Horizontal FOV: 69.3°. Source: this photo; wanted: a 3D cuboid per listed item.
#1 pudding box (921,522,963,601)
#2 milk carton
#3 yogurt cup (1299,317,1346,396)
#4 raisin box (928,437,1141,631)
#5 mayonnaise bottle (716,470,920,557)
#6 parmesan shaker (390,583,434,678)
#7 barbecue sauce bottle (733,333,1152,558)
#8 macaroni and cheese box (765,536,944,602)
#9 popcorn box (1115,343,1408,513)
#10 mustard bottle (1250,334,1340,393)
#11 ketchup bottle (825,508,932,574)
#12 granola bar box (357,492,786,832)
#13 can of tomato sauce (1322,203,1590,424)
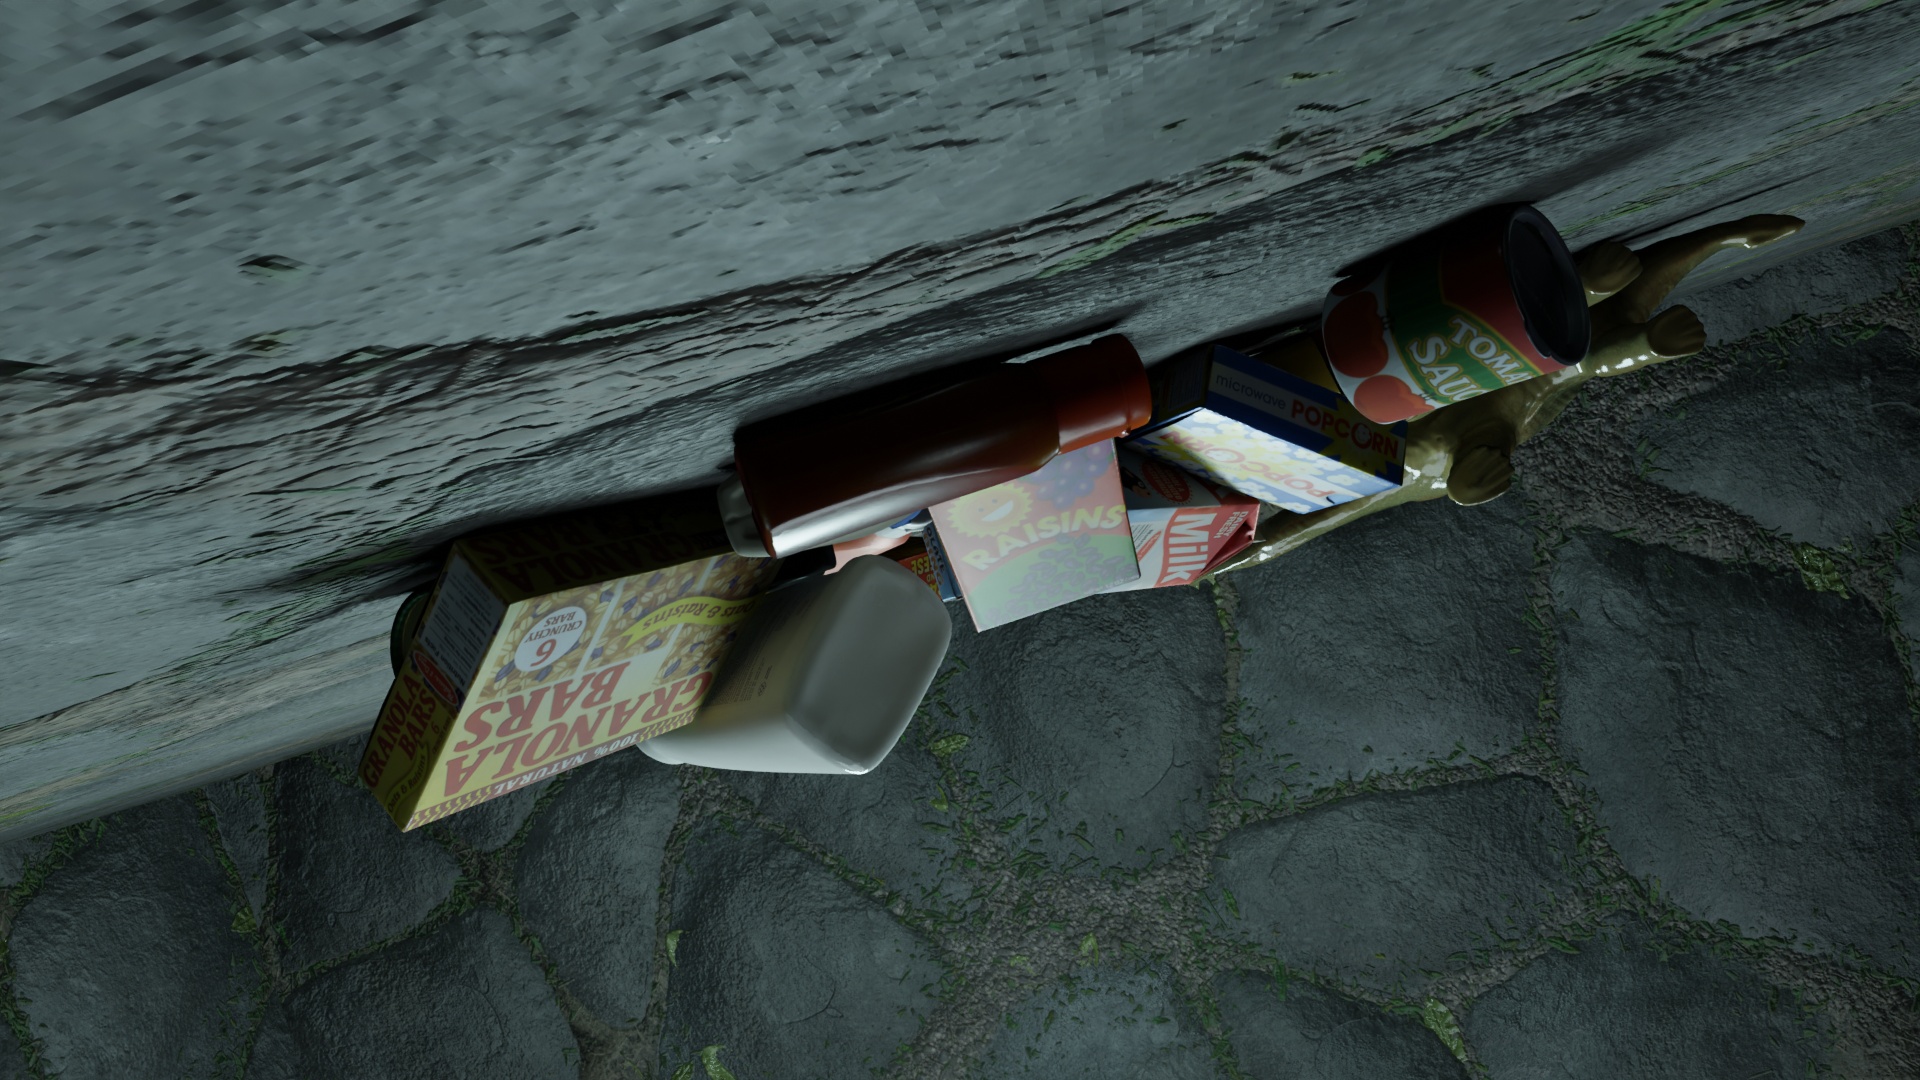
[{"bbox_3d":[0.003,-0.010,0.810,0.050,0.083,0.030,-18,178,-19],"label":"pudding box"},{"bbox_3d":[0.097,-0.021,0.784,0.191,0.072,0.073,-3,140,-42],"label":"milk carton"},{"bbox_3d":[0.224,-0.100,0.734,0.072,0.054,0.072,-19,179,0],"label":"yogurt cup"},{"bbox_3d":[0.031,-0.015,0.632,0.086,0.040,0.123,-18,143,2],"label":"raisin box"},{"bbox_3d":[-0.051,-0.021,0.614,0.064,0.041,0.148,-18,180,15],"label":"mayonnaise bottle"},{"bbox_3d":[-0.207,0.045,0.656,0.071,0.071,0.103,-19,176,29],"label":"parmesan shaker"},{"bbox_3d":[-0.005,-0.036,0.503,0.149,0.043,0.065,-19,179,-10],"label":"barbecue sauce bottle"},{"bbox_3d":[-0.089,0.024,0.962,0.166,0.040,0.124,1,-170,32],"label":"macaroni and cheese box"},{"bbox_3d":[0.157,-0.056,0.729,0.127,0.038,0.085,18,163,-20],"label":"popcorn box"},{"bbox_3d":[0.209,-0.096,0.812,0.160,0.049,0.065,-19,177,13],"label":"mustard bottle"},{"bbox_3d":[-0.056,-0.012,0.803,0.065,0.043,0.148,-8,174,-28],"label":"ketchup bottle"},{"bbox_3d":[-0.158,0.044,0.590,0.166,0.039,0.123,-16,143,-57],"label":"granola bar box"},{"bbox_3d":[0.200,-0.088,0.566,0.071,0.071,0.083,-17,178,-45],"label":"can of tomato sauce"}]
